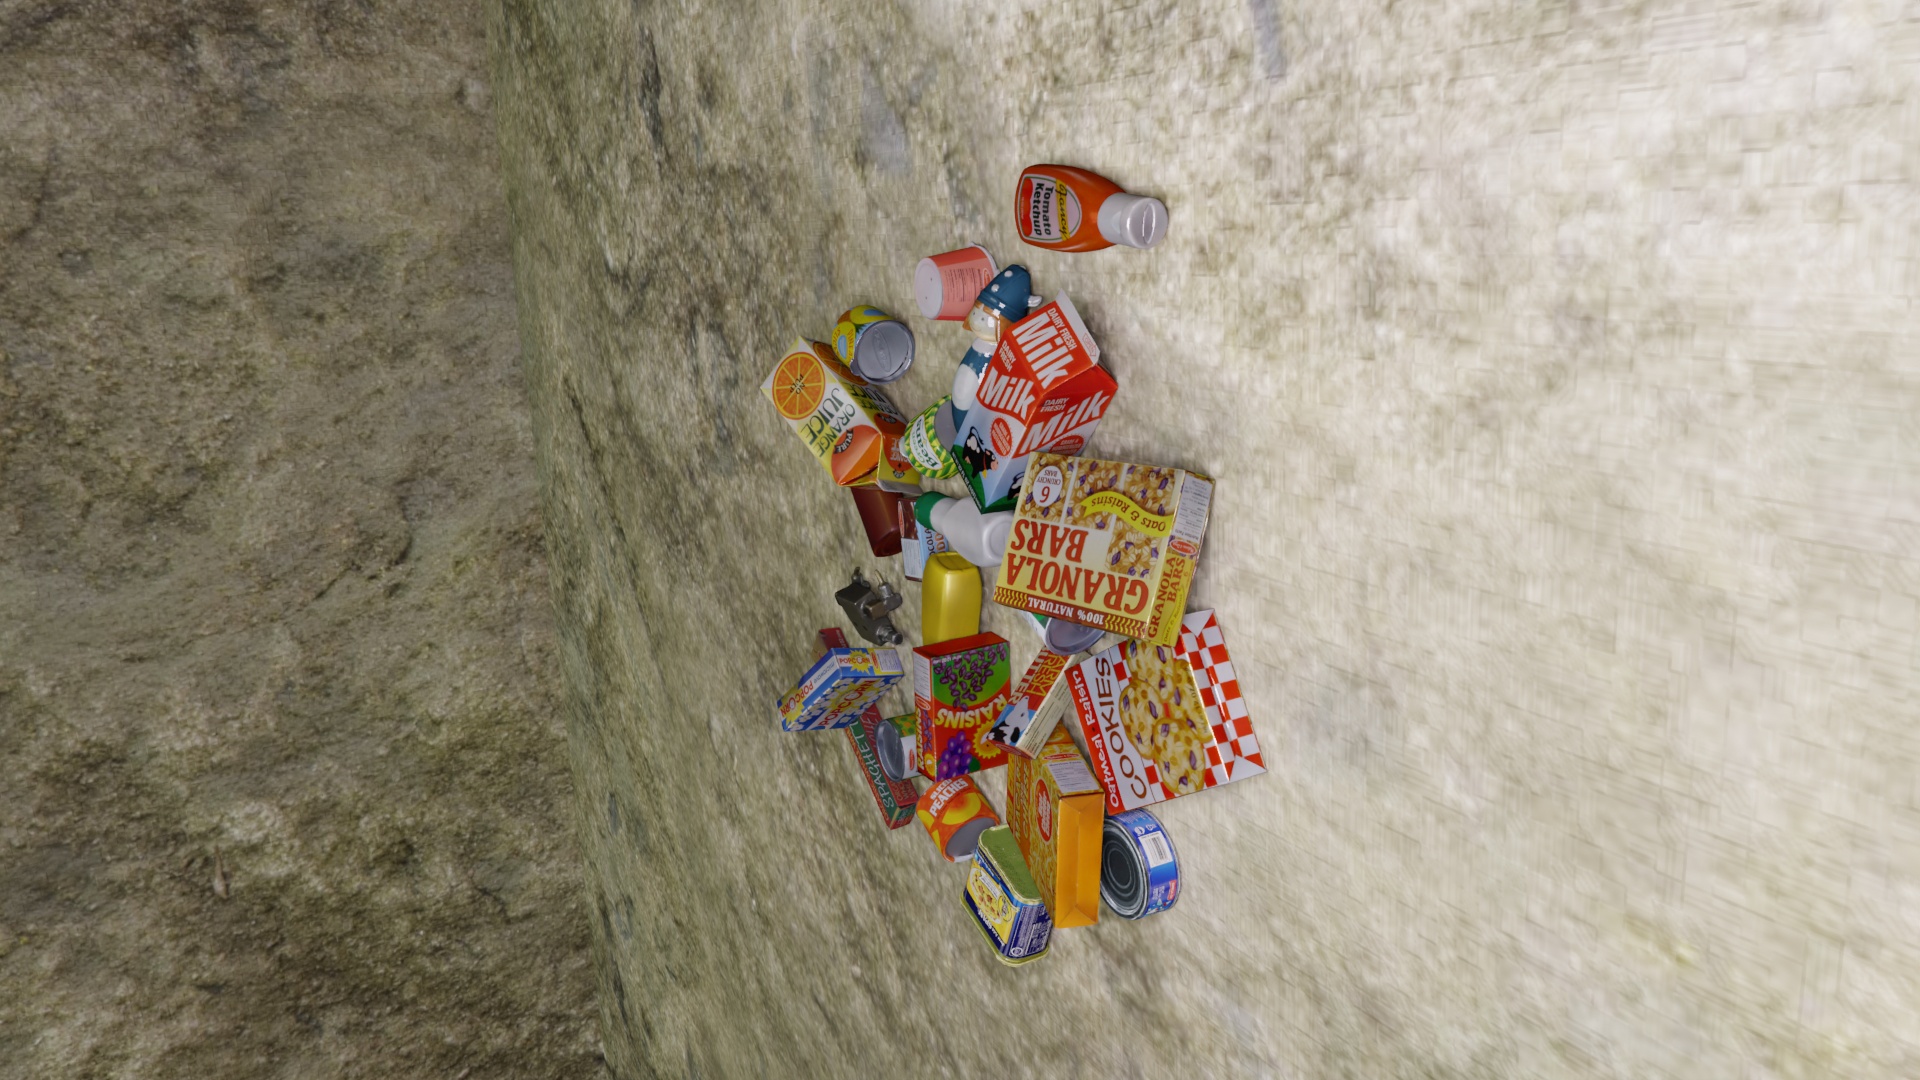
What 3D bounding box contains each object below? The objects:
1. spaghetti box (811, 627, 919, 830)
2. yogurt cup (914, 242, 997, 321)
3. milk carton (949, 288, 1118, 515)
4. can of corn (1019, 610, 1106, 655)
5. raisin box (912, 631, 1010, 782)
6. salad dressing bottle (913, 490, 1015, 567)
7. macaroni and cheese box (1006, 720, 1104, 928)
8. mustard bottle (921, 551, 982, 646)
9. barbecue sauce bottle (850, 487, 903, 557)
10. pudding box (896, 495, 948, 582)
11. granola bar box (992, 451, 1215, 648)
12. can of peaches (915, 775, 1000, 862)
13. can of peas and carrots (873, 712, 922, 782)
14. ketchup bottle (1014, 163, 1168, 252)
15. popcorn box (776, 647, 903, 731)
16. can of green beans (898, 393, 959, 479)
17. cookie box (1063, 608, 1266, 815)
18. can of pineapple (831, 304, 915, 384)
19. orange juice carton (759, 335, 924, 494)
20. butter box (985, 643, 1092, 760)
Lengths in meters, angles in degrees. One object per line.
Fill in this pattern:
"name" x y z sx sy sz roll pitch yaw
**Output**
"spaghetti box" -0.111 0.211 1.582 0.251 0.029 0.049 61 147 32
"yogurt cup" -0.005 -0.223 1.218 0.072 0.054 0.072 30 125 55
"milk carton" 0.062 -0.109 1.107 0.072 0.074 0.189 63 147 29
"can of corn" 0.085 0.048 1.126 0.058 0.071 0.070 51 140 44
"raisin box" 0.002 0.154 1.291 0.040 0.086 0.123 21 117 57
"salad dressing bottle" 0.005 -0.016 1.279 0.148 0.044 0.064 24 121 59
"macaroni and cheese box" 0.078 0.226 1.172 0.167 0.040 0.123 -121 30 -67
"mustard bottle" -0.010 0.091 1.333 0.065 0.049 0.159 -133 41 -58
"barbecue sauce bottle" -0.091 -0.060 1.443 0.064 0.044 0.149 -55 51 53
"pudding box" -0.036 -0.002 1.373 0.049 0.030 0.083 6 104 63
"granola bar box" 0.104 0.003 1.033 0.165 0.039 0.124 12 86 51
"can of peaches" -0.003 0.270 1.355 0.058 0.071 0.070 52 141 41
"can of peas and carrots" -0.049 0.210 1.433 0.071 0.059 0.070 28 123 57
"ketchup bottle" 0.096 -0.244 1.033 0.149 0.044 0.064 30 124 55
"popcorn box" -0.132 0.162 1.512 0.126 0.085 0.038 -44 57 38
"can of green beans" -0.010 -0.094 1.255 0.057 0.071 0.071 -28 74 61
"cookie box" 0.151 0.134 1.055 0.166 0.040 0.123 -37 66 58
"can of pineapple" -0.088 -0.193 1.366 0.058 0.071 0.070 40 132 52
"orange juice carton" -0.108 -0.112 1.381 0.072 0.072 0.193 -50 63 20
"butter box" 0.067 0.132 1.160 0.024 0.104 0.053 41 162 -23
